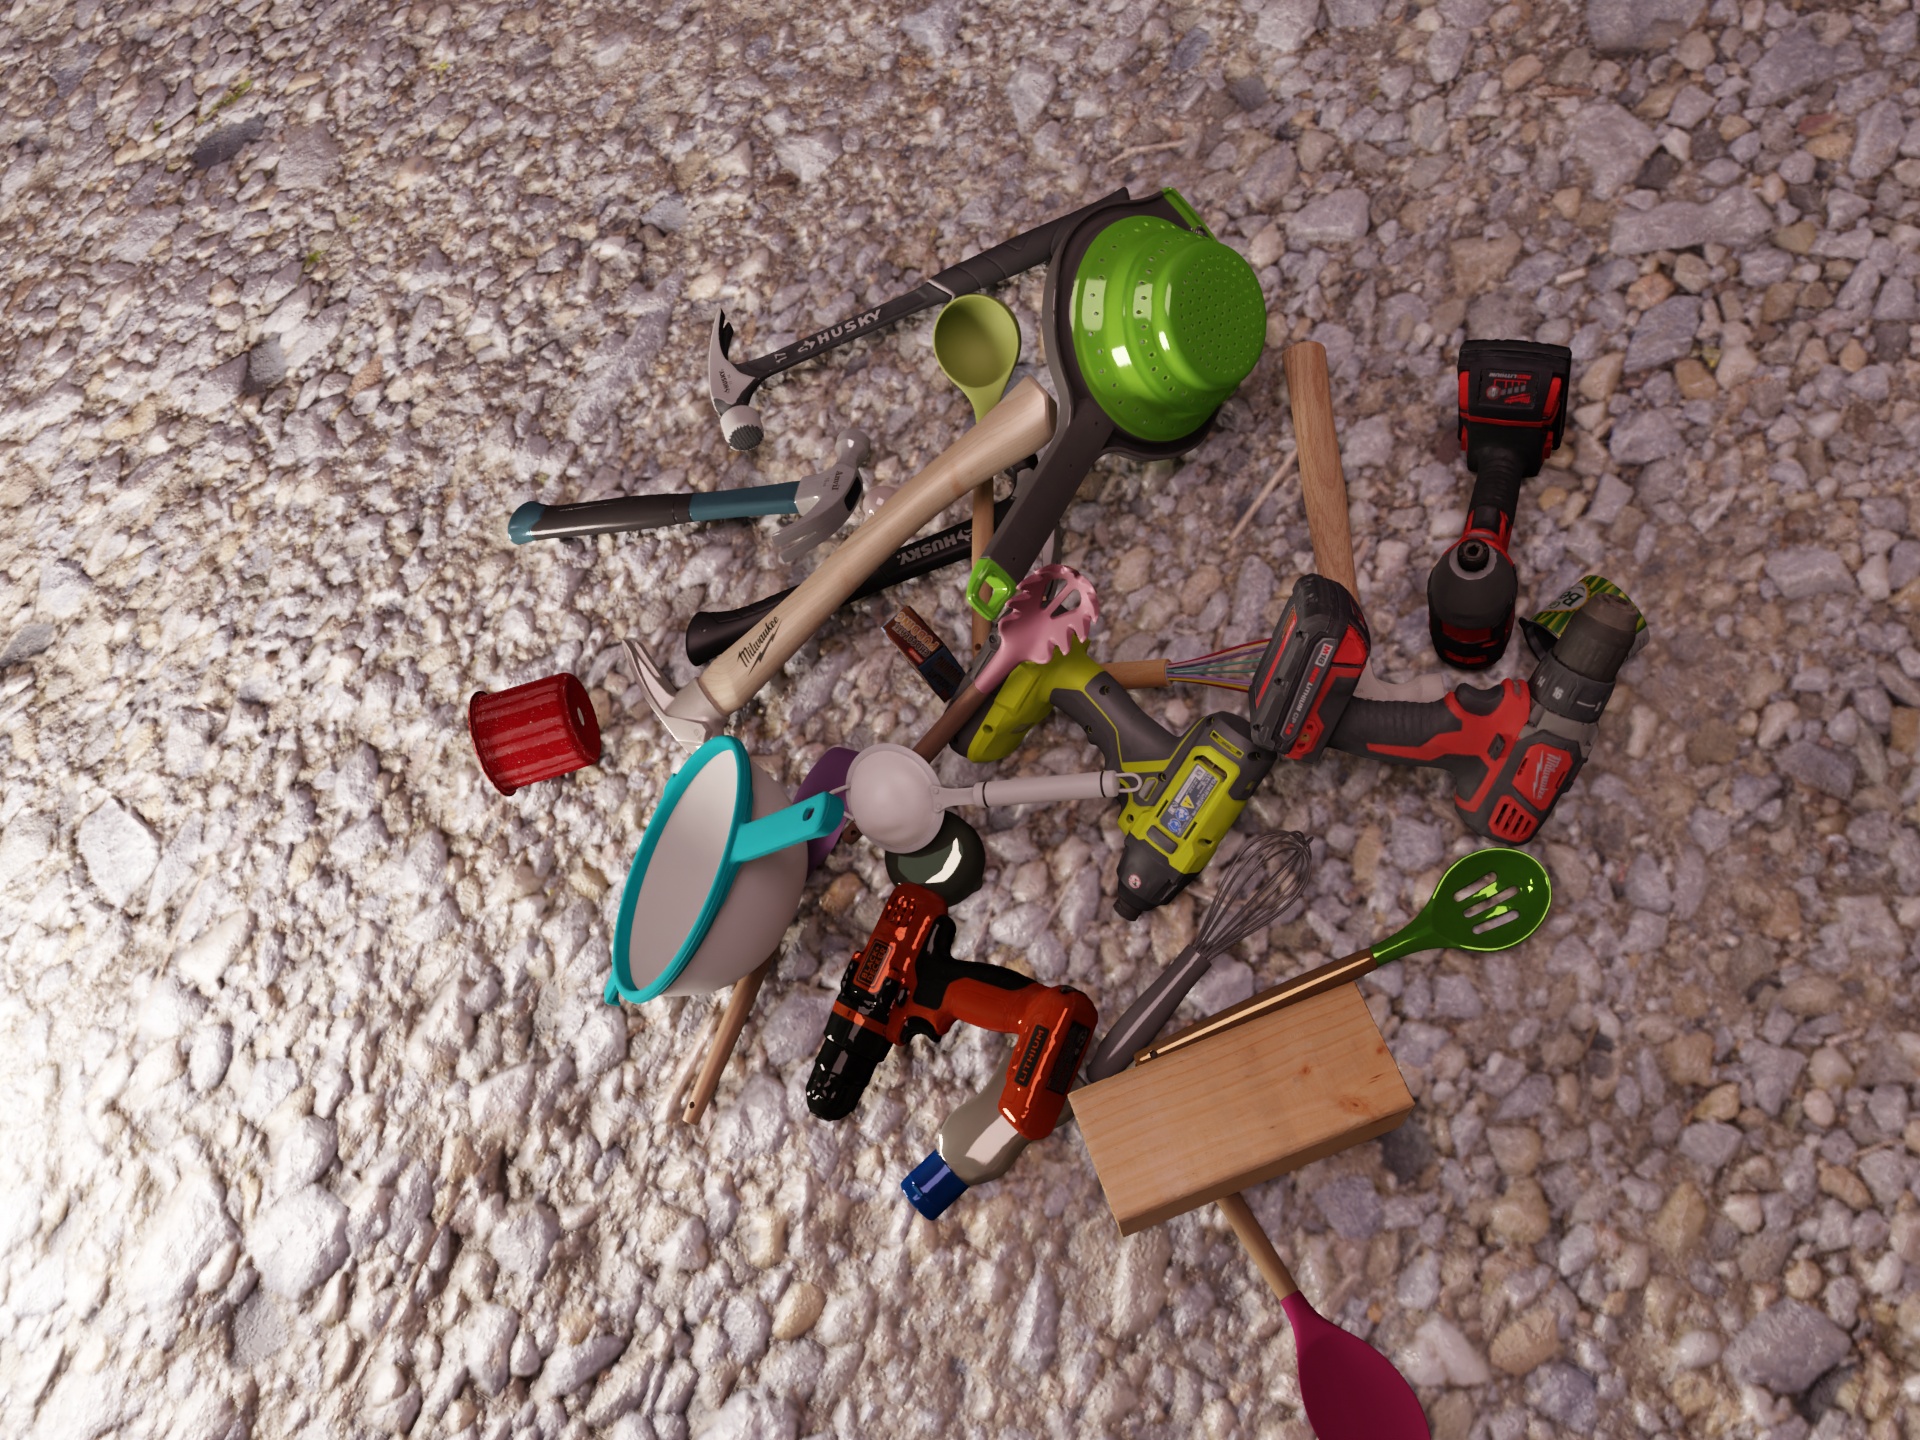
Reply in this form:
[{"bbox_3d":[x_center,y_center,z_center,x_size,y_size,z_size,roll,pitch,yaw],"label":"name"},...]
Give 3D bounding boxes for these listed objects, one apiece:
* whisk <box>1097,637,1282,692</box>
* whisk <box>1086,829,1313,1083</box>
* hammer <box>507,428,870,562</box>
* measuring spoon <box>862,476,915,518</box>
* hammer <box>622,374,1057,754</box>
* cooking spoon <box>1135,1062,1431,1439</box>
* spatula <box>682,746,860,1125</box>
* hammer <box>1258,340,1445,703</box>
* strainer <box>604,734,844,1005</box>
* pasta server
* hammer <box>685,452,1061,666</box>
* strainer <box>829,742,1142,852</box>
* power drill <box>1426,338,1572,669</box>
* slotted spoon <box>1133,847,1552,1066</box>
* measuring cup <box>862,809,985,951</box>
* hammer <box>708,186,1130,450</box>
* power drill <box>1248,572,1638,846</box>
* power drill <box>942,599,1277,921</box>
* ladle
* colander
[{"bbox_3d":[0.177,-0.035,1.201,0.245,0.051,0.047,-3,91,29],"label":"whisk"},{"bbox_3d":[0.172,0.171,1.146,0.055,0.055,0.239,41,89,24],"label":"whisk"},{"bbox_3d":[-0.244,-0.186,1.391,0.331,0.033,0.128,-3,52,18],"label":"hammer"},{"bbox_3d":[-0.029,-0.209,1.357,0.124,0.018,0.034,-29,65,3],"label":"measuring spoon"},{"bbox_3d":[-0.092,-0.132,1.276,0.410,0.038,0.146,-41,77,11],"label":"hammer"},{"bbox_3d":[0.209,0.366,1.078,0.069,0.017,0.319,-31,65,-3],"label":"cooking spoon"},{"bbox_3d":[-0.150,0.165,1.252,0.060,0.018,0.316,12,73,35],"label":"spatula"},{"bbox_3d":[0.286,-0.150,1.242,0.130,0.031,0.331,-8,68,12],"label":"hammer"},{"bbox_3d":[-0.143,0.109,1.158,0.340,0.095,0.211,-23,48,54],"label":"strainer"},{"bbox_3d":[-0.002,-0.004,1.178,0.060,0.040,0.316,40,121,-3],"label":"pasta server"},{"bbox_3d":[-0.075,-0.115,1.326,0.335,0.035,0.146,-20,66,7],"label":"hammer"},{"bbox_3d":[0.008,0.055,1.172,0.258,0.050,0.087,-6,101,21],"label":"strainer"},{"bbox_3d":[0.386,-0.160,1.159,0.078,0.143,0.220,9,71,21],"label":"power drill"},{"bbox_3d":[0.266,0.176,1.121,0.314,0.031,0.070,-25,71,3],"label":"slotted spoon"},{"bbox_3d":[-0.046,0.141,1.220,0.083,0.038,0.167,29,78,23],"label":"measuring cup"},{"bbox_3d":[-0.037,-0.376,1.409,0.409,0.036,0.149,-23,58,4],"label":"hammer"},{"bbox_3d":[0.329,-0.027,1.084,0.226,0.080,0.187,19,118,-1],"label":"power drill"},{"bbox_3d":[0.102,0.028,1.188,0.223,0.080,0.171,39,111,22],"label":"power drill"},{"bbox_3d":[0.013,-0.197,1.285,0.078,0.062,0.320,-9,69,27],"label":"ladle"},{"bbox_3d":[0.129,-0.240,1.203,0.094,0.204,0.397,3,57,53],"label":"colander"}]
